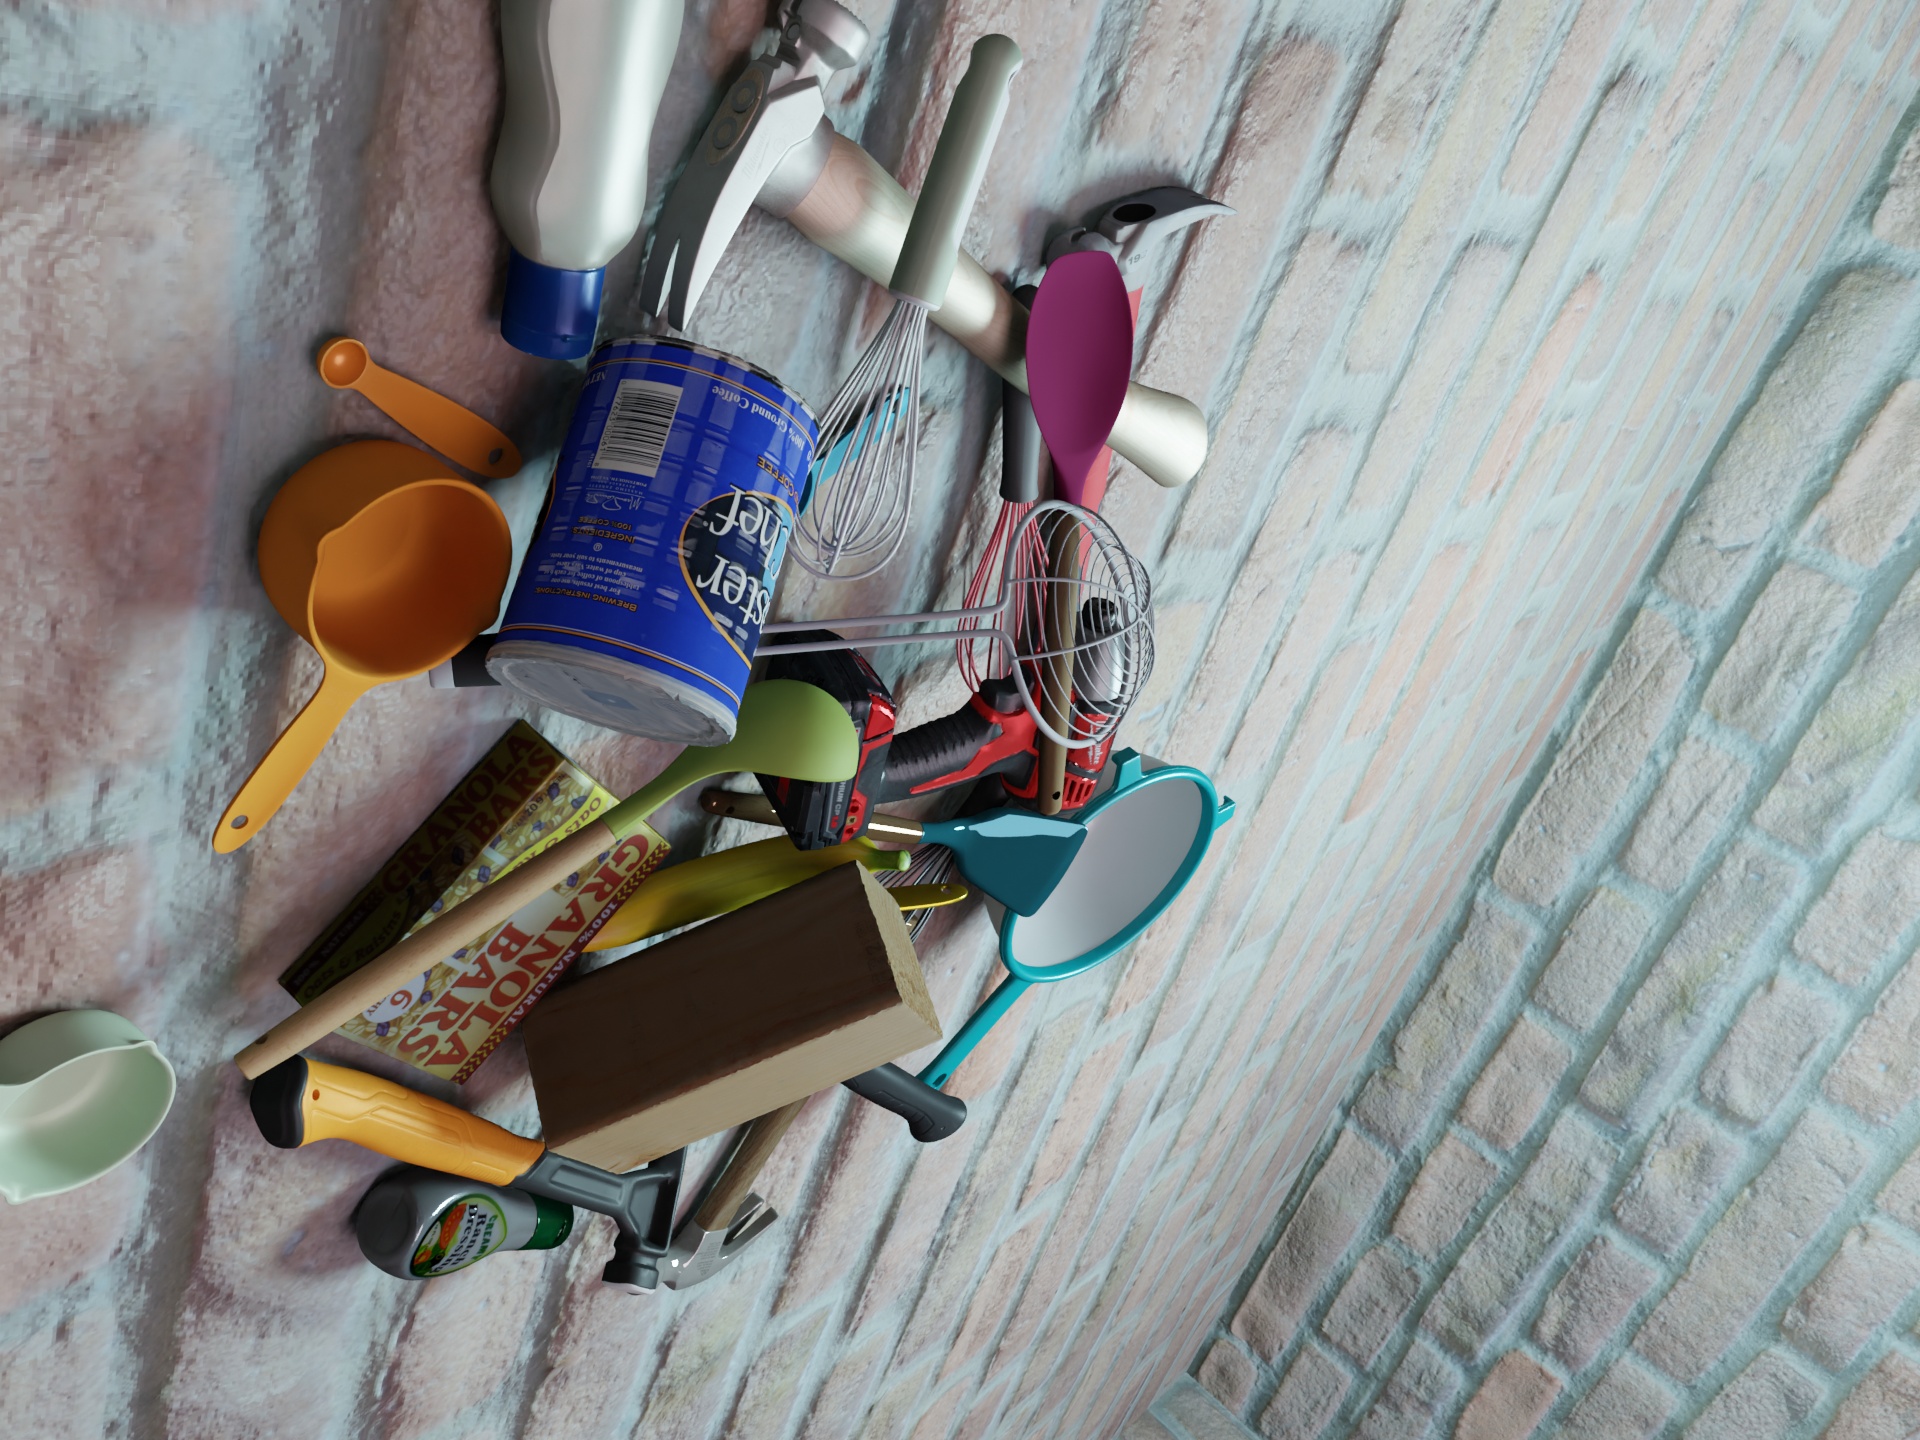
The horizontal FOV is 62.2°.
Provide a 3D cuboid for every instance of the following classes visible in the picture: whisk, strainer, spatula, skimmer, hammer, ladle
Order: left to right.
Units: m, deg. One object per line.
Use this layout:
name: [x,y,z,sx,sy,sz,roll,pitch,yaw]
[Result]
hammer: [-0.257,0.234,0.887,0.336,0.034,0.127,47,47,-55]
ladle: [-0.184,0.075,0.750,0.320,0.078,0.062,-35,126,-21]
hammer: [-0.126,0.278,1.172,0.331,0.031,0.130,-58,152,7]
skimmer: [-0.067,-0.038,0.771,0.363,0.090,0.127,-5,90,-17]
hammer: [-0.076,0.237,1.120,0.146,0.035,0.334,-42,142,1]
spatula: [-0.039,0.074,1.020,0.317,0.044,0.082,13,114,-50]
whisk: [-0.022,-0.178,0.702,0.058,0.059,0.246,-74,-176,-77]
whisk: [-0.006,0.081,1.131,0.239,0.055,0.055,-50,152,-20]
hammer: [0.015,-0.190,0.808,0.410,0.038,0.146,21,102,-54]
whisk: [0.034,-0.119,0.952,0.073,0.073,0.295,-32,139,-36]
strainer: [0.052,0.144,1.242,0.340,0.095,0.210,-51,146,11]
hammer: [0.086,-0.147,1.024,0.143,0.038,0.386,-33,145,-38]

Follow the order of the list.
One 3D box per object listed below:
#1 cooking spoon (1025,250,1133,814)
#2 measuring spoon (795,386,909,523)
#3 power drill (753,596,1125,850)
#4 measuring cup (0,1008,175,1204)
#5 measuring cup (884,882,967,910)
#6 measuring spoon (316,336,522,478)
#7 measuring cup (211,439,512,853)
cooking spoon: [0.055,-0.090,0.856,0.068,0.017,0.318,-15,121,-30]
measuring spoon: [-0.069,-0.141,0.820,0.129,0.021,0.042,-46,153,-35]
power drill: [-0.001,-0.003,0.927,0.219,0.079,0.143,-6,129,-29]
measuring cup: [-0.384,0.137,0.614,0.083,0.038,0.167,-51,150,-6]
measuring cup: [-0.066,0.105,0.996,0.156,0.062,0.029,-3,123,-23]
measuring spoon: [-0.211,-0.121,0.626,0.021,0.011,0.116,-55,156,1]
measuring cup: [-0.250,-0.031,0.619,0.173,0.052,0.095,-54,152,3]
